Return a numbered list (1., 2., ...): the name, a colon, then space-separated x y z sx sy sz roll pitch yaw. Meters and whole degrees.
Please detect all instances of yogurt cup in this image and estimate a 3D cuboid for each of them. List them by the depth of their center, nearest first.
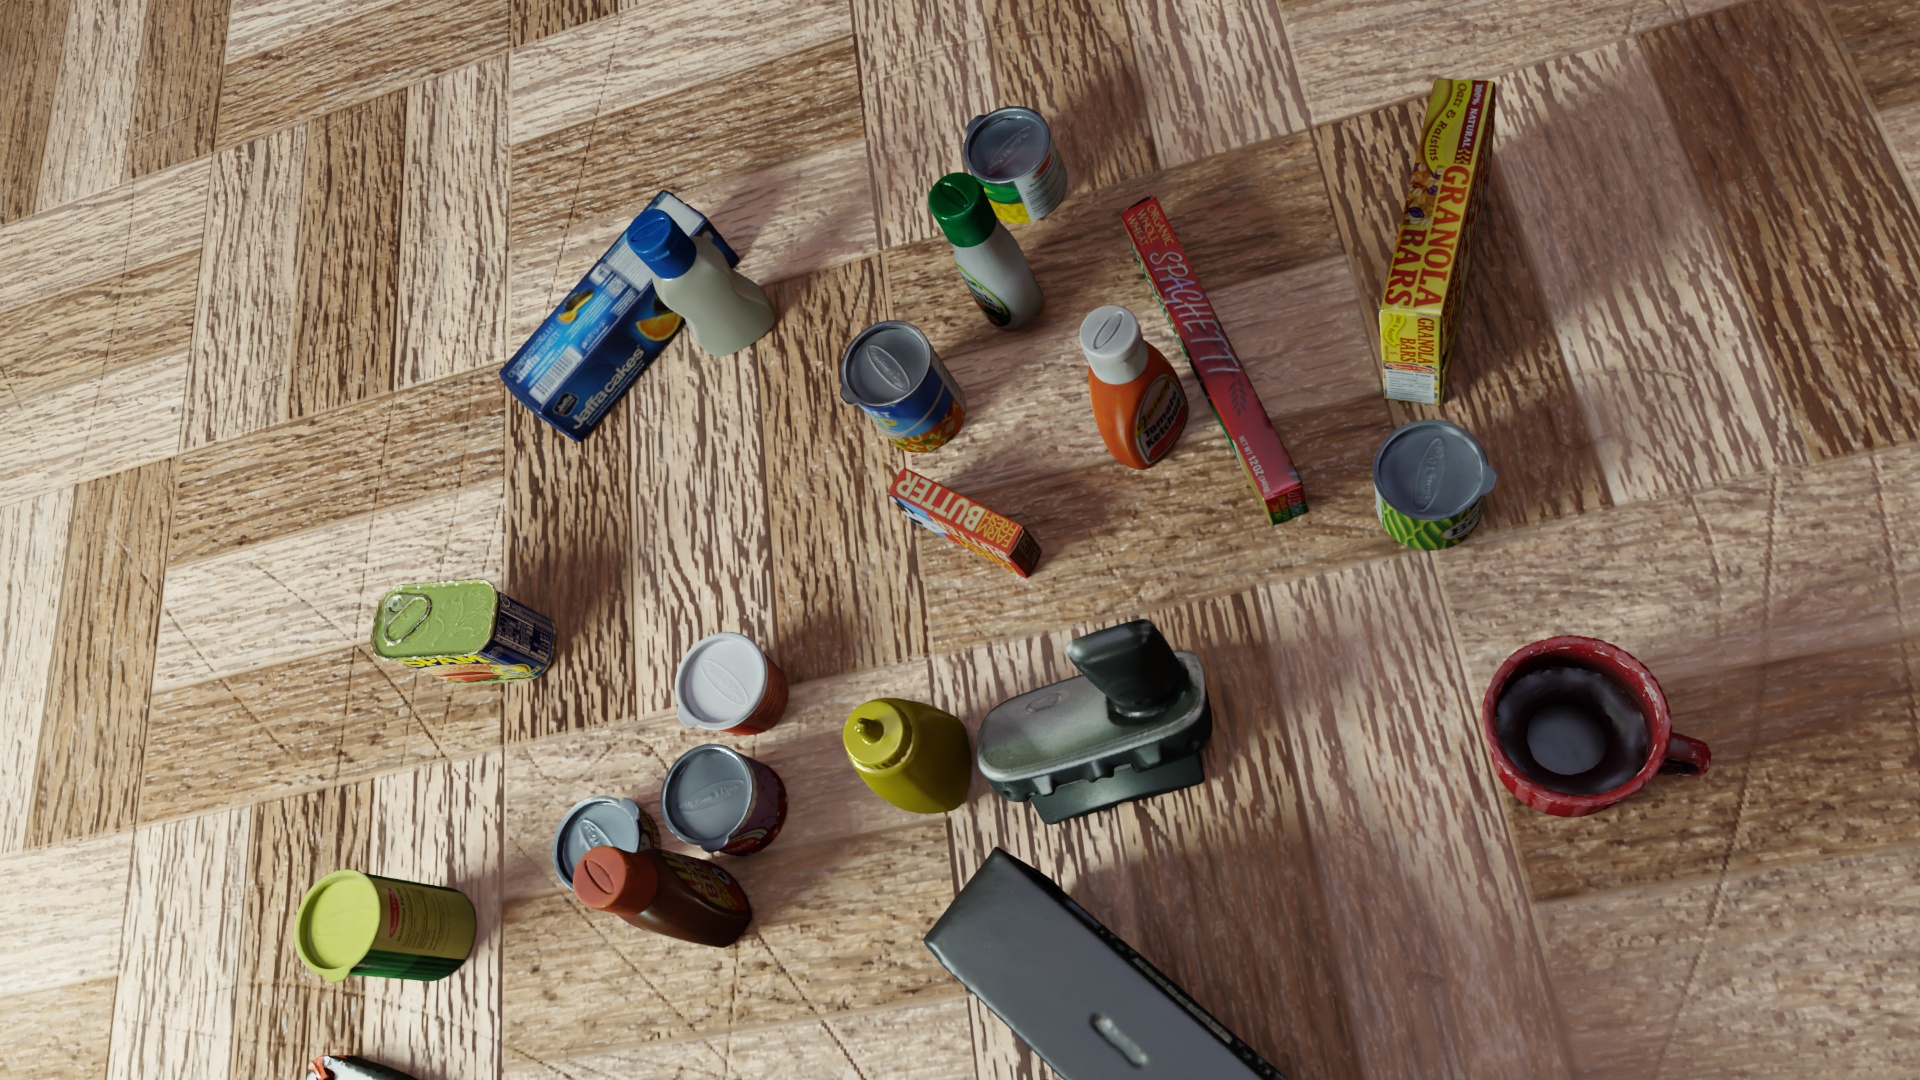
1. yogurt cup: -0.154 0.102 0.955 0.072 0.054 0.072 -6 68 16

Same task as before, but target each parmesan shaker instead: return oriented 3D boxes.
1. parmesan shaker: -0.387 0.265 0.940 0.071 0.103 0.071 -6 68 16

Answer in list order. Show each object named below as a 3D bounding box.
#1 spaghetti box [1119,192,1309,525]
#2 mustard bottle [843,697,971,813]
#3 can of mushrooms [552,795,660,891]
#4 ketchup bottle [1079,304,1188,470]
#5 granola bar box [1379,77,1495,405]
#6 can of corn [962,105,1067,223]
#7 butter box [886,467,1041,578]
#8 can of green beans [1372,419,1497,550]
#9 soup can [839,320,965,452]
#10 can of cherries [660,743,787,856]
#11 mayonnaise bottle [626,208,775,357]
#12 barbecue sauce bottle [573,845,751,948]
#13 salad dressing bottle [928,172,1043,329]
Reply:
1. spaghetti box: 0.169 -0.126 0.940 0.028 0.050 0.251 -25 64 8
2. mustard bottle: -0.036 0.126 0.847 0.049 0.160 0.065 -2 69 18
3. can of mushrooms: -0.240 0.209 0.953 0.071 0.033 0.071 -6 68 16
4. ketchup bottle: 0.109 -0.101 0.894 0.043 0.148 0.065 32 83 26
5. granola bar box: 0.302 -0.186 0.878 0.039 0.124 0.166 11 74 22
6. can of corn: 0.040 -0.281 1.039 0.071 0.058 0.071 -6 68 16
7. butter box: 0.003 -0.012 0.948 0.103 0.053 0.024 27 80 25
8. can of green beans: 0.290 -0.033 0.859 0.071 0.057 0.071 -6 68 16
9. soup can: -0.041 -0.106 0.982 0.071 0.083 0.071 -6 68 16
10. can of cherries: -0.156 0.176 0.924 0.071 0.058 0.072 -6 68 16
11. mayonnaise bottle: -0.195 -0.191 1.030 0.065 0.147 0.041 -30 64 6
12. barbecue sauce bottle: -0.187 0.219 0.866 0.065 0.148 0.044 40 86 27
13. salad dressing bottle: 0.017 -0.200 0.964 0.044 0.147 0.064 -44 63 -1
